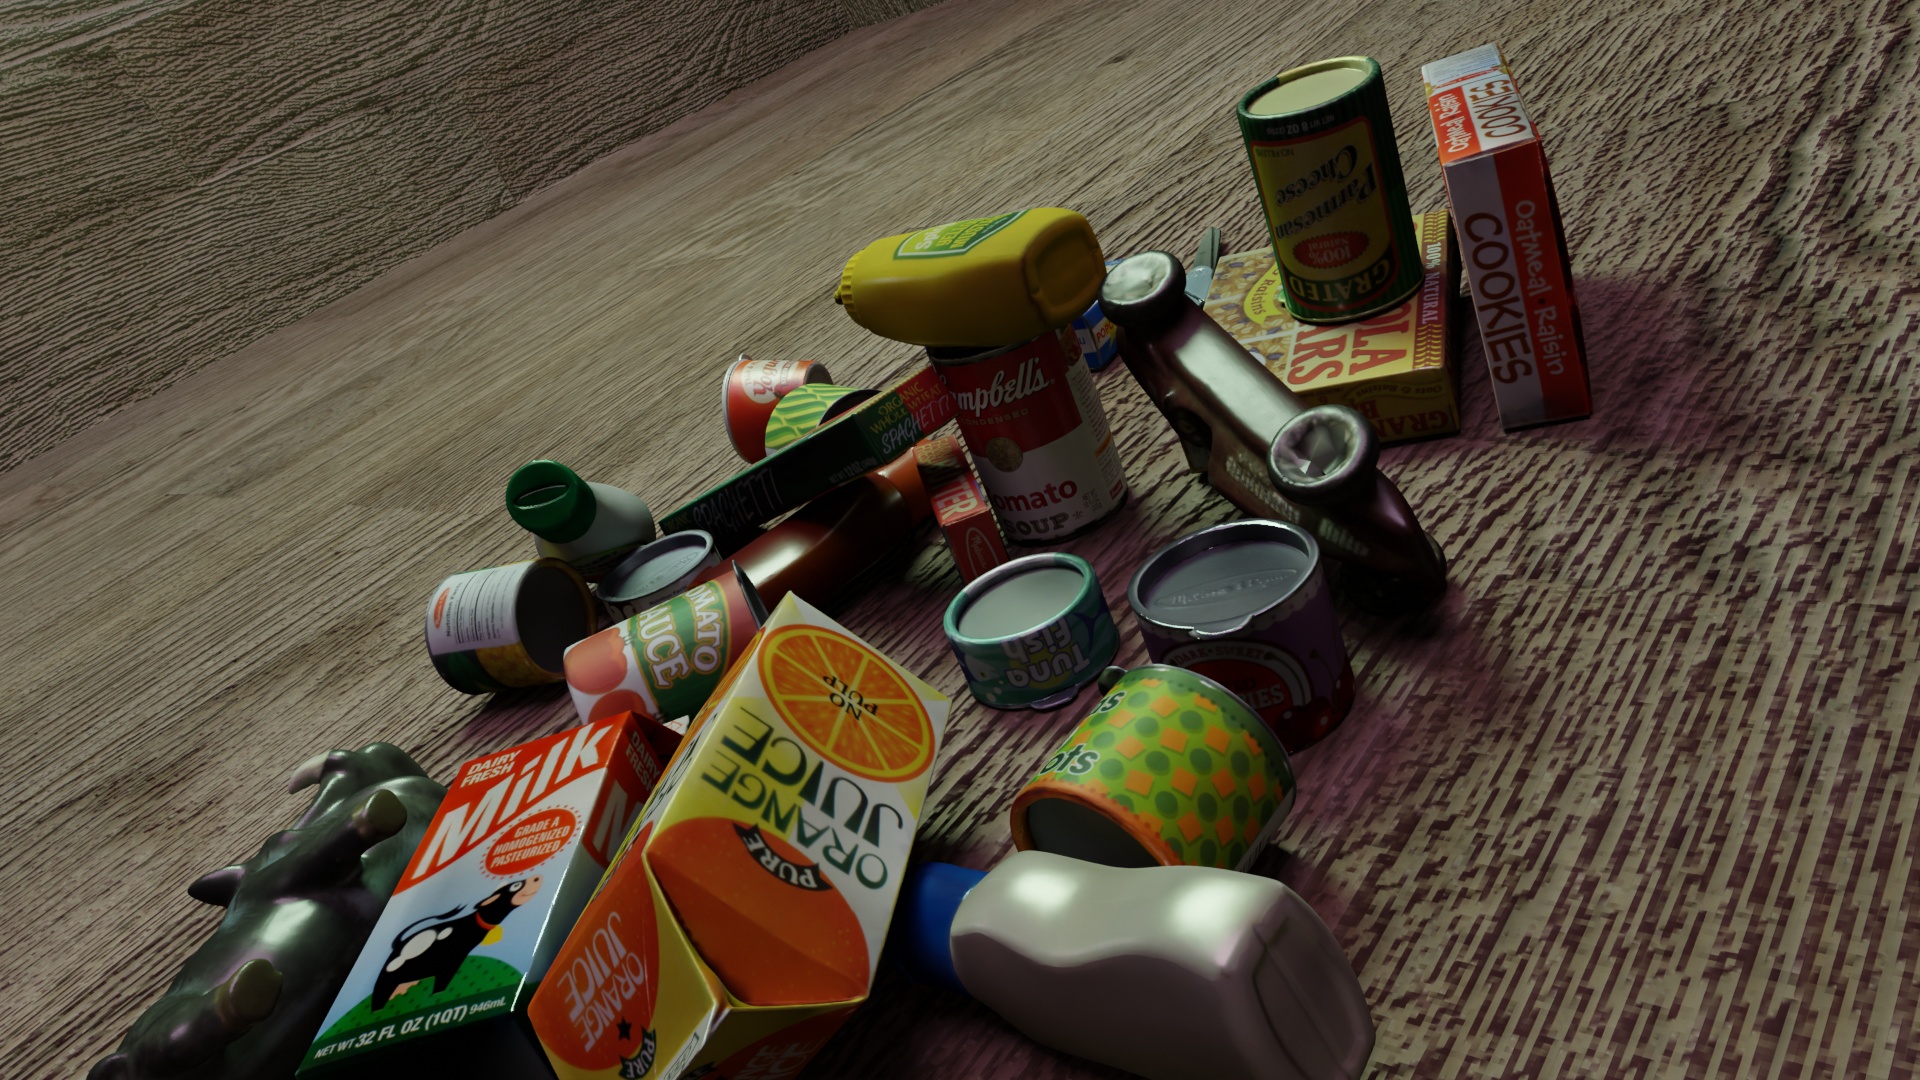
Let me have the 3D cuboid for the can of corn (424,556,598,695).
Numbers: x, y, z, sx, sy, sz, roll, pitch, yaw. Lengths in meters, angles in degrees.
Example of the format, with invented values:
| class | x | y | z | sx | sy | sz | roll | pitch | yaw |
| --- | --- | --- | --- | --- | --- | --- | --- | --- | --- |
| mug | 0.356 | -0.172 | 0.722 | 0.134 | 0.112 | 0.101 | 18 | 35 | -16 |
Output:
| class | x | y | z | sx | sy | sz | roll | pitch | yaw |
| --- | --- | --- | --- | --- | --- | --- | --- | --- | --- |
| can of corn | -0.231 | 0.045 | 0.724 | 0.058 | 0.071 | 0.071 | -10 | 28 | 25 |

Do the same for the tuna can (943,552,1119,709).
| class | x | y | z | sx | sy | sz | roll | pitch | yaw |
| --- | --- | --- | --- | --- | --- | --- | --- | --- | --- |
| tuna can | 0.029 | 0.036 | 0.562 | 0.071 | 0.032 | 0.071 | -19 | 25 | 9 |

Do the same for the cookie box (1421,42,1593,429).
| class | x | y | z | sx | sy | sz | roll | pitch | yaw |
| --- | --- | --- | --- | --- | --- | --- | --- | --- | --- |
| cookie box | 0.246 | -0.143 | 0.629 | 0.040 | 0.122 | 0.168 | -13 | 27 | 22 |

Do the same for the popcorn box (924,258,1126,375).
| class | x | y | z | sx | sy | sz | roll | pitch | yaw |
| --- | --- | --- | --- | --- | --- | --- | --- | --- | --- |
| popcorn box | 0.050 | -0.138 | 0.880 | 0.126 | 0.038 | 0.085 | -2 | 33 | 38 |

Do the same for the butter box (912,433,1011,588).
| class | x | y | z | sx | sy | sz | roll | pitch | yaw |
| --- | --- | --- | --- | --- | --- | --- | --- | --- | --- |
| butter box | 0.002 | -0.008 | 0.648 | 0.024 | 0.053 | 0.104 | -21 | 25 | 0 |

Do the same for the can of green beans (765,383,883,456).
| class | x | y | z | sx | sy | sz | roll | pitch | yaw |
| --- | --- | --- | --- | --- | --- | --- | --- | --- | --- |
| can of green beans | -0.068 | -0.054 | 0.781 | 0.071 | 0.071 | 0.058 | -36 | 27 | -25 |

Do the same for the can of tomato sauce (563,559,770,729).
| class | x | y | z | sx | sy | sz | roll | pitch | yaw |
| --- | --- | --- | --- | --- | --- | --- | --- | --- | --- |
| can of tomato sauce | -0.120 | 0.057 | 0.601 | 0.083 | 0.071 | 0.071 | -25 | 25 | -4 |

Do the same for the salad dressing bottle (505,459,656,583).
| class | x | y | z | sx | sy | sz | roll | pitch | yaw |
| --- | --- | --- | --- | --- | --- | --- | --- | --- | --- |
| salad dressing bottle | -0.204 | -0.009 | 0.745 | 0.064 | 0.044 | 0.147 | -17 | -10 | -3 |

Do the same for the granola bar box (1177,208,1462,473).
| class | x | y | z | sx | sy | sz | roll | pitch | yaw |
| --- | --- | --- | --- | --- | --- | --- | --- | --- | --- |
| granola bar box | 0.180 | -0.100 | 0.686 | 0.124 | 0.039 | 0.166 | -8 | 33 | 26 |

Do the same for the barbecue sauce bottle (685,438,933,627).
| class | x | y | z | sx | sy | sz | roll | pitch | yaw |
| --- | --- | --- | --- | --- | --- | --- | --- | --- | --- |
| barbecue sauce bottle | -0.064 | 0.000 | 0.698 | 0.149 | 0.043 | 0.065 | -37 | 22 | -29 |

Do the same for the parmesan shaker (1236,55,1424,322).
| class | x | y | z | sx | sy | sz | roll | pitch | yaw |
| --- | --- | --- | --- | --- | --- | --- | --- | --- | --- |
| parmesan shaker | 0.170 | -0.162 | 0.647 | 0.071 | 0.102 | 0.071 | -18 | 30 | 11 |

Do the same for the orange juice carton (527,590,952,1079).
| class | x | y | z | sx | sy | sz | roll | pitch | yaw |
| --- | --- | --- | --- | --- | --- | --- | --- | --- | --- |
| orange juice carton | -0.064 | 0.101 | 0.418 | 0.071 | 0.073 | 0.193 | -52 | 8 | 25 |

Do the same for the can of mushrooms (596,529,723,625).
| class | x | y | z | sx | sy | sz | roll | pitch | yaw |
| --- | --- | --- | --- | --- | --- | --- | --- | --- | --- |
| can of mushrooms | -0.156 | 0.025 | 0.736 | 0.071 | 0.033 | 0.071 | -19 | 26 | 10 |

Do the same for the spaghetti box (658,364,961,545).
| class | x | y | z | sx | sy | sz | roll | pitch | yaw |
| --- | --- | --- | --- | --- | --- | --- | --- | --- | --- |
| spaghetti box | -0.087 | -0.033 | 0.708 | 0.050 | 0.028 | 0.249 | -37 | 10 | -33 |

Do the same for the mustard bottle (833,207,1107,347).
| class | x | y | z | sx | sy | sz | roll | pitch | yaw |
| --- | --- | --- | --- | --- | --- | --- | --- | --- | --- |
| mustard bottle | -0.010 | -0.117 | 0.634 | 0.160 | 0.048 | 0.065 | 5 | 35 | 45 |

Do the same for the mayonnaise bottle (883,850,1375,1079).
| class | x | y | z | sx | sy | sz | roll | pitch | yaw |
| --- | --- | --- | --- | --- | --- | --- | --- | --- | --- |
| mayonnaise bottle | 0.034 | 0.113 | 0.375 | 0.148 | 0.064 | 0.041 | -6 | 33 | 51 |

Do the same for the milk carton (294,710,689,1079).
| class | x | y | z | sx | sy | sz | roll | pitch | yaw |
| --- | --- | --- | --- | --- | --- | --- | --- | --- | --- |
| milk carton | -0.141 | 0.125 | 0.480 | 0.072 | 0.073 | 0.191 | -19 | 25 | 9 |

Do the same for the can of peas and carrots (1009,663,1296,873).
| class | x | y | z | sx | sy | sz | roll | pitch | yaw |
| --- | --- | --- | --- | --- | --- | --- | --- | --- | --- |
| can of peas and carrots | 0.055 | 0.079 | 0.414 | 0.071 | 0.070 | 0.059 | 4 | 36 | 44 |

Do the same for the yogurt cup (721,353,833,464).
| class | x | y | z | sx | sy | sz | roll | pitch | yaw |
| --- | --- | --- | --- | --- | --- | --- | --- | --- | --- |
| yogurt cup | -0.112 | -0.084 | 0.881 | 0.054 | 0.072 | 0.073 | -5 | 30 | 18 |

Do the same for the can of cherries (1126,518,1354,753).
| class | x | y | z | sx | sy | sz | roll | pitch | yaw |
| --- | --- | --- | --- | --- | --- | --- | --- | --- | --- |
| can of cherries | 0.097 | 0.035 | 0.479 | 0.071 | 0.058 | 0.072 | -18 | 26 | 9 |
